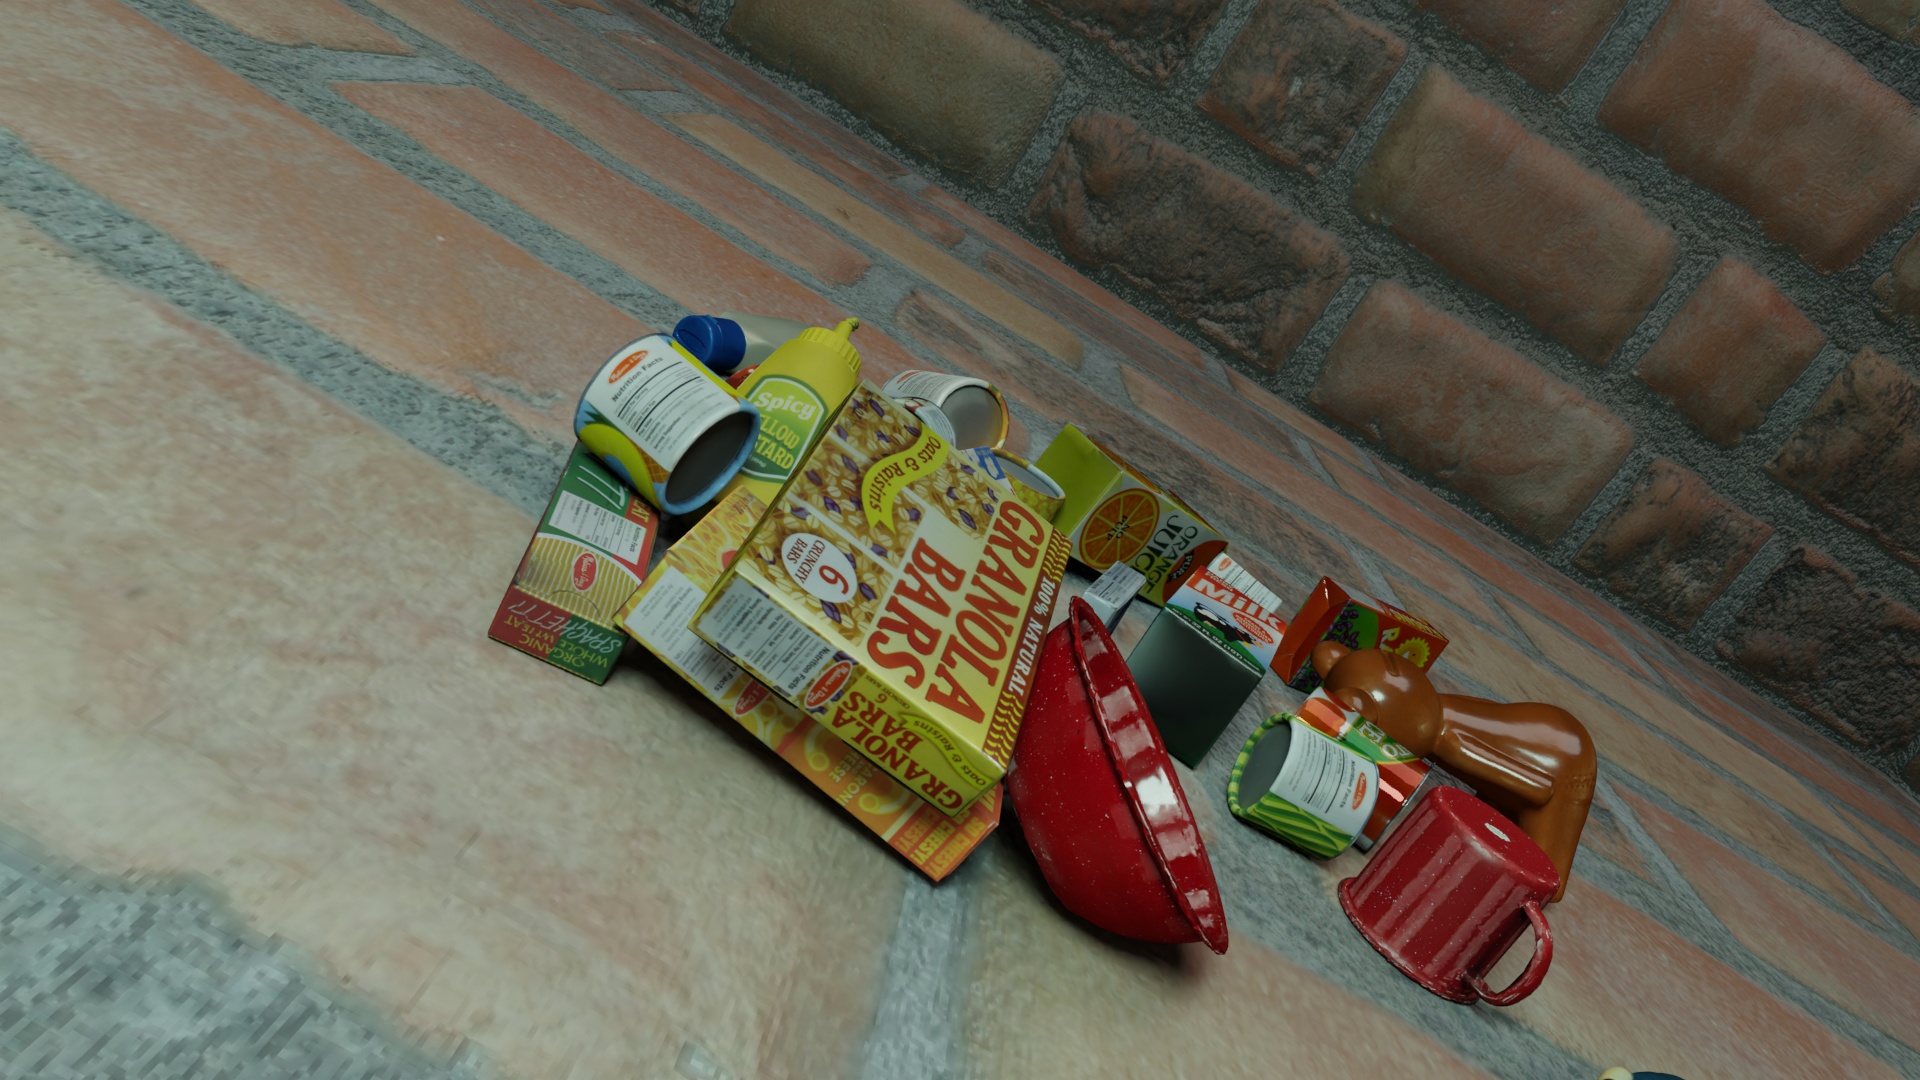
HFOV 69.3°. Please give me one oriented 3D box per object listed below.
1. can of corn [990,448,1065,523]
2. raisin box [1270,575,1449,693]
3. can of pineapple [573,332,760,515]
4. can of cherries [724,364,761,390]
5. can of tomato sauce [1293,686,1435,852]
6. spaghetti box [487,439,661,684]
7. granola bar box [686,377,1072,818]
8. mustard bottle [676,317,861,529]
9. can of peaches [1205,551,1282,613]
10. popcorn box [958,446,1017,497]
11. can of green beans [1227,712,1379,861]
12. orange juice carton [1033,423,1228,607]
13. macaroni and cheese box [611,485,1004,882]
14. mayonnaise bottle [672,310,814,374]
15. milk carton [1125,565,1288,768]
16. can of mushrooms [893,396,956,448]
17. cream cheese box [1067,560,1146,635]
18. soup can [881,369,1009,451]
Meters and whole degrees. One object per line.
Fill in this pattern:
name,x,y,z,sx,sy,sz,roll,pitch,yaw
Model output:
can of corn,0.029,-0.023,0.957,0.071,0.058,0.071,29,17,-10
raisin box,0.316,0.087,1.102,0.123,0.086,0.040,21,19,-32
can of pineapple,-0.136,-0.053,0.649,0.058,0.070,0.071,39,18,15
can of cherries,-0.111,-0.062,0.814,0.071,0.071,0.058,16,23,-42
can of tomato sauce,0.238,0.139,0.860,0.083,0.071,0.071,38,18,18
spaghetti box,-0.167,-0.014,0.649,0.050,0.028,0.251,28,18,-17
granola bar box,-0.024,0.017,0.566,0.124,0.039,0.166,38,32,-9
mustard bottle,-0.092,-0.068,0.744,0.065,0.048,0.161,27,59,-2
can of peaches,0.192,0.053,1.020,0.058,0.071,0.071,40,19,11
popcorn box,0.003,-0.011,0.864,0.085,0.038,0.127,62,22,4
can of green beans,0.194,0.139,0.790,0.058,0.071,0.071,29,18,-9
orange juice carton,0.132,-0.009,1.047,0.192,0.073,0.072,28,15,-45
macaroni and cheese box,-0.055,0.055,0.594,0.166,0.040,0.124,41,14,-5
mayonnaise bottle,-0.147,-0.138,0.997,0.065,0.041,0.148,38,19,21
milk carton,0.157,0.072,0.895,0.072,0.073,0.191,36,18,11
can of mushrooms,-0.041,-0.063,0.939,0.071,0.071,0.033,36,18,12
cream cheese box,0.086,0.048,0.872,0.024,0.053,0.104,34,17,9
soup can,-0.013,-0.085,1.000,0.071,0.071,0.084,21,-1,-33
